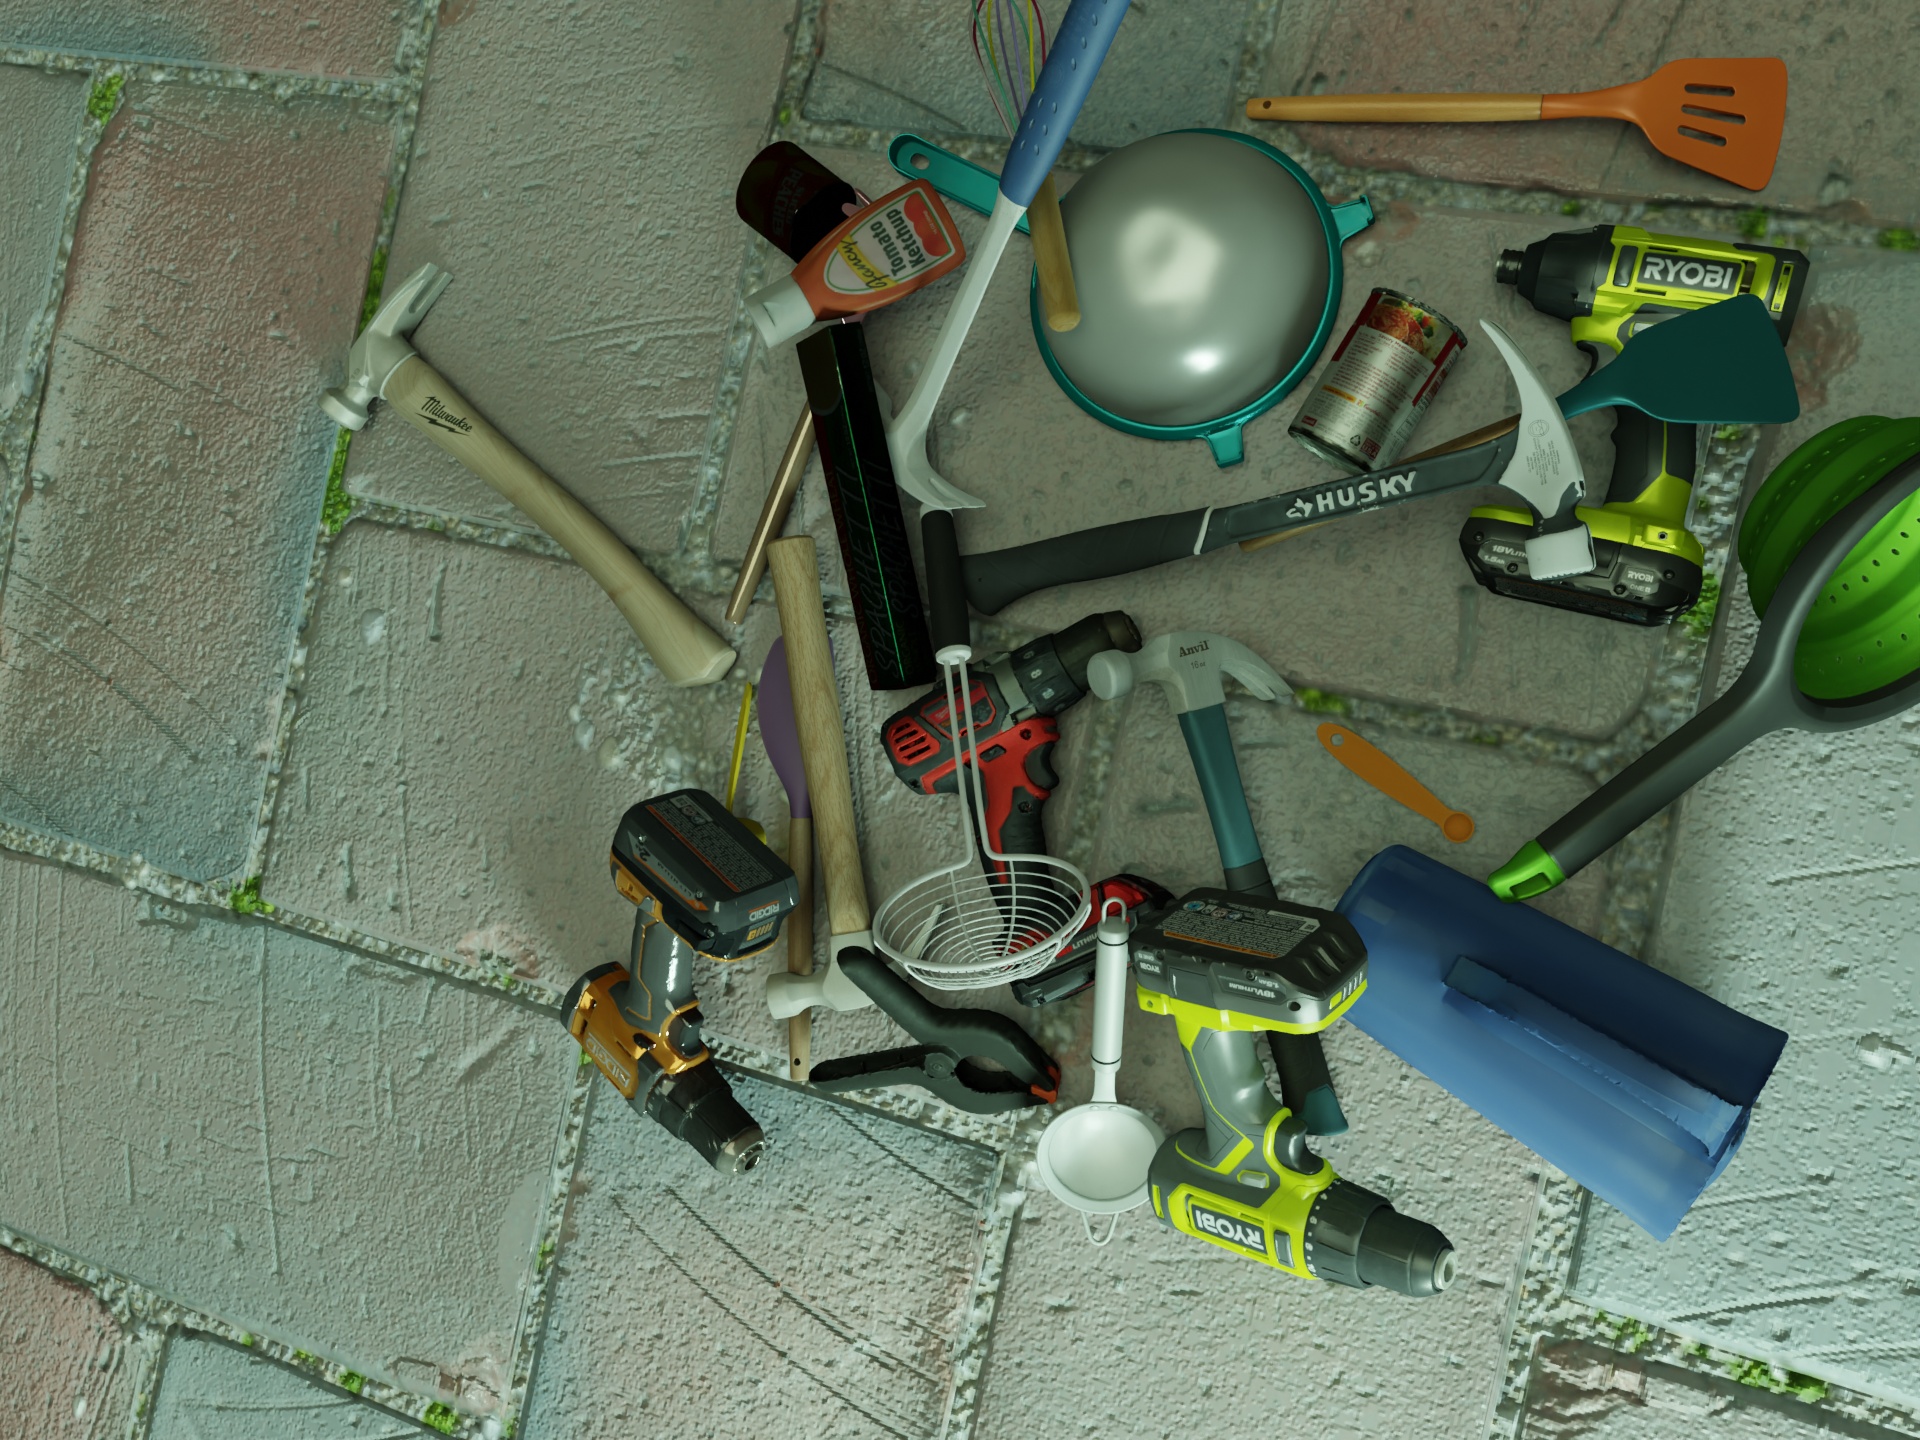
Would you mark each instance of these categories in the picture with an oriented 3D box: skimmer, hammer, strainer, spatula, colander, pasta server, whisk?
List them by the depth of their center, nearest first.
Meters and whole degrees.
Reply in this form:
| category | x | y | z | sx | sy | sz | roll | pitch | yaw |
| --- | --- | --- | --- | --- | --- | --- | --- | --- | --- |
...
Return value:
| category | x | y | z | sx | sy | sz | roll | pitch | yaw |
| --- | --- | --- | --- | --- | --- | --- | --- | --- | --- |
| colander | 0.440 | -0.048 | 0.886 | 0.397 | 0.204 | 0.095 | -40 | 45 | 10 |
| spatula | 0.309 | -0.156 | 0.931 | 0.317 | 0.044 | 0.082 | -21 | 66 | 32 |
| hammer | 0.032 | -0.309 | 0.975 | 0.144 | 0.035 | 0.405 | 55 | 135 | 29 |
| skimmer | -0.002 | -0.003 | 0.980 | 0.127 | 0.090 | 0.364 | -10 | 61 | 5 |
| hammer | 0.168 | -0.126 | 0.981 | 0.409 | 0.036 | 0.149 | -10 | 92 | 34 |
| hammer | 0.180 | 0.103 | 0.997 | 0.128 | 0.033 | 0.331 | -16 | 90 | -26 |
| strainer | 0.093 | 0.218 | 1.002 | 0.087 | 0.050 | 0.258 | 2 | 118 | 3 |
| spatula | 0.341 | -0.382 | 1.002 | 0.323 | 0.041 | 0.081 | 9 | 90 | 23 |
| whisk | 0.045 | -0.365 | 1.008 | 0.047 | 0.051 | 0.245 | -16 | 80 | 33 |
| strainer | 0.083 | -0.325 | 1.045 | 0.340 | 0.095 | 0.211 | 30 | 97 | 16 |
| hammer | -0.091 | 0.033 | 1.105 | 0.130 | 0.031 | 0.331 | -10 | 84 | 7 |
| spatula | -0.116 | 0.095 | 1.129 | 0.060 | 0.018 | 0.316 | -2 | 86 | 14 |
| pasta server | -0.113 | -0.219 | 1.135 | 0.040 | 0.060 | 0.316 | 23 | 98 | 2 |
| hammer | -0.314 | -0.177 | 1.200 | 0.411 | 0.038 | 0.146 | 41 | 98 | 15 |

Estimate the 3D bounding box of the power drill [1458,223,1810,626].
| category | x | y | z | sx | sy | sz | roll | pitch | yaw |
| --- | --- | --- | --- | --- | --- | --- | --- | --- | --- |
| power drill | 0.385 | -0.181 | 0.950 | 0.171 | 0.080 | 0.223 | 16 | 89 | 23 |

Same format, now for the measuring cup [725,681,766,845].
| category | x | y | z | sx | sy | sz | roll | pitch | yaw |
| --- | --- | --- | --- | --- | --- | --- | --- | --- | --- |
| measuring cup | -0.150 | 0.049 | 1.135 | 0.029 | 0.062 | 0.157 | 11 | 75 | -18 |

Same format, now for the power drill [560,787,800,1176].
| category | x | y | z | sx | sy | sz | roll | pitch | yaw |
| --- | --- | --- | --- | --- | --- | --- | --- | --- | --- |
| power drill | -0.180 | 0.184 | 1.074 | 0.185 | 0.084 | 0.226 | 39 | 124 | 27 |

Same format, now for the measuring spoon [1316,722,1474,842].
| category | x | y | z | sx | sy | sz | roll | pitch | yaw |
| --- | --- | --- | --- | --- | --- | --- | --- | --- | --- |
| measuring spoon | 0.275 | 0.038 | 1.009 | 0.117 | 0.011 | 0.021 | 38 | 99 | 20 |

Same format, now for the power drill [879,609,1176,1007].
| category | x | y | z | sx | sy | sz | roll | pitch | yaw |
| --- | --- | --- | --- | --- | --- | --- | --- | --- | --- |
| power drill | 0.068 | 0.053 | 1.043 | 0.188 | 0.080 | 0.227 | -29 | 76 | 14 |

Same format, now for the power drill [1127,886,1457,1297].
| category | x | y | z | sx | sy | sz | roll | pitch | yaw |
| --- | --- | --- | --- | --- | --- | --- | --- | --- | --- |
| power drill | 0.189 | 0.224 | 0.928 | 0.191 | 0.080 | 0.228 | 7 | 116 | 43 |
